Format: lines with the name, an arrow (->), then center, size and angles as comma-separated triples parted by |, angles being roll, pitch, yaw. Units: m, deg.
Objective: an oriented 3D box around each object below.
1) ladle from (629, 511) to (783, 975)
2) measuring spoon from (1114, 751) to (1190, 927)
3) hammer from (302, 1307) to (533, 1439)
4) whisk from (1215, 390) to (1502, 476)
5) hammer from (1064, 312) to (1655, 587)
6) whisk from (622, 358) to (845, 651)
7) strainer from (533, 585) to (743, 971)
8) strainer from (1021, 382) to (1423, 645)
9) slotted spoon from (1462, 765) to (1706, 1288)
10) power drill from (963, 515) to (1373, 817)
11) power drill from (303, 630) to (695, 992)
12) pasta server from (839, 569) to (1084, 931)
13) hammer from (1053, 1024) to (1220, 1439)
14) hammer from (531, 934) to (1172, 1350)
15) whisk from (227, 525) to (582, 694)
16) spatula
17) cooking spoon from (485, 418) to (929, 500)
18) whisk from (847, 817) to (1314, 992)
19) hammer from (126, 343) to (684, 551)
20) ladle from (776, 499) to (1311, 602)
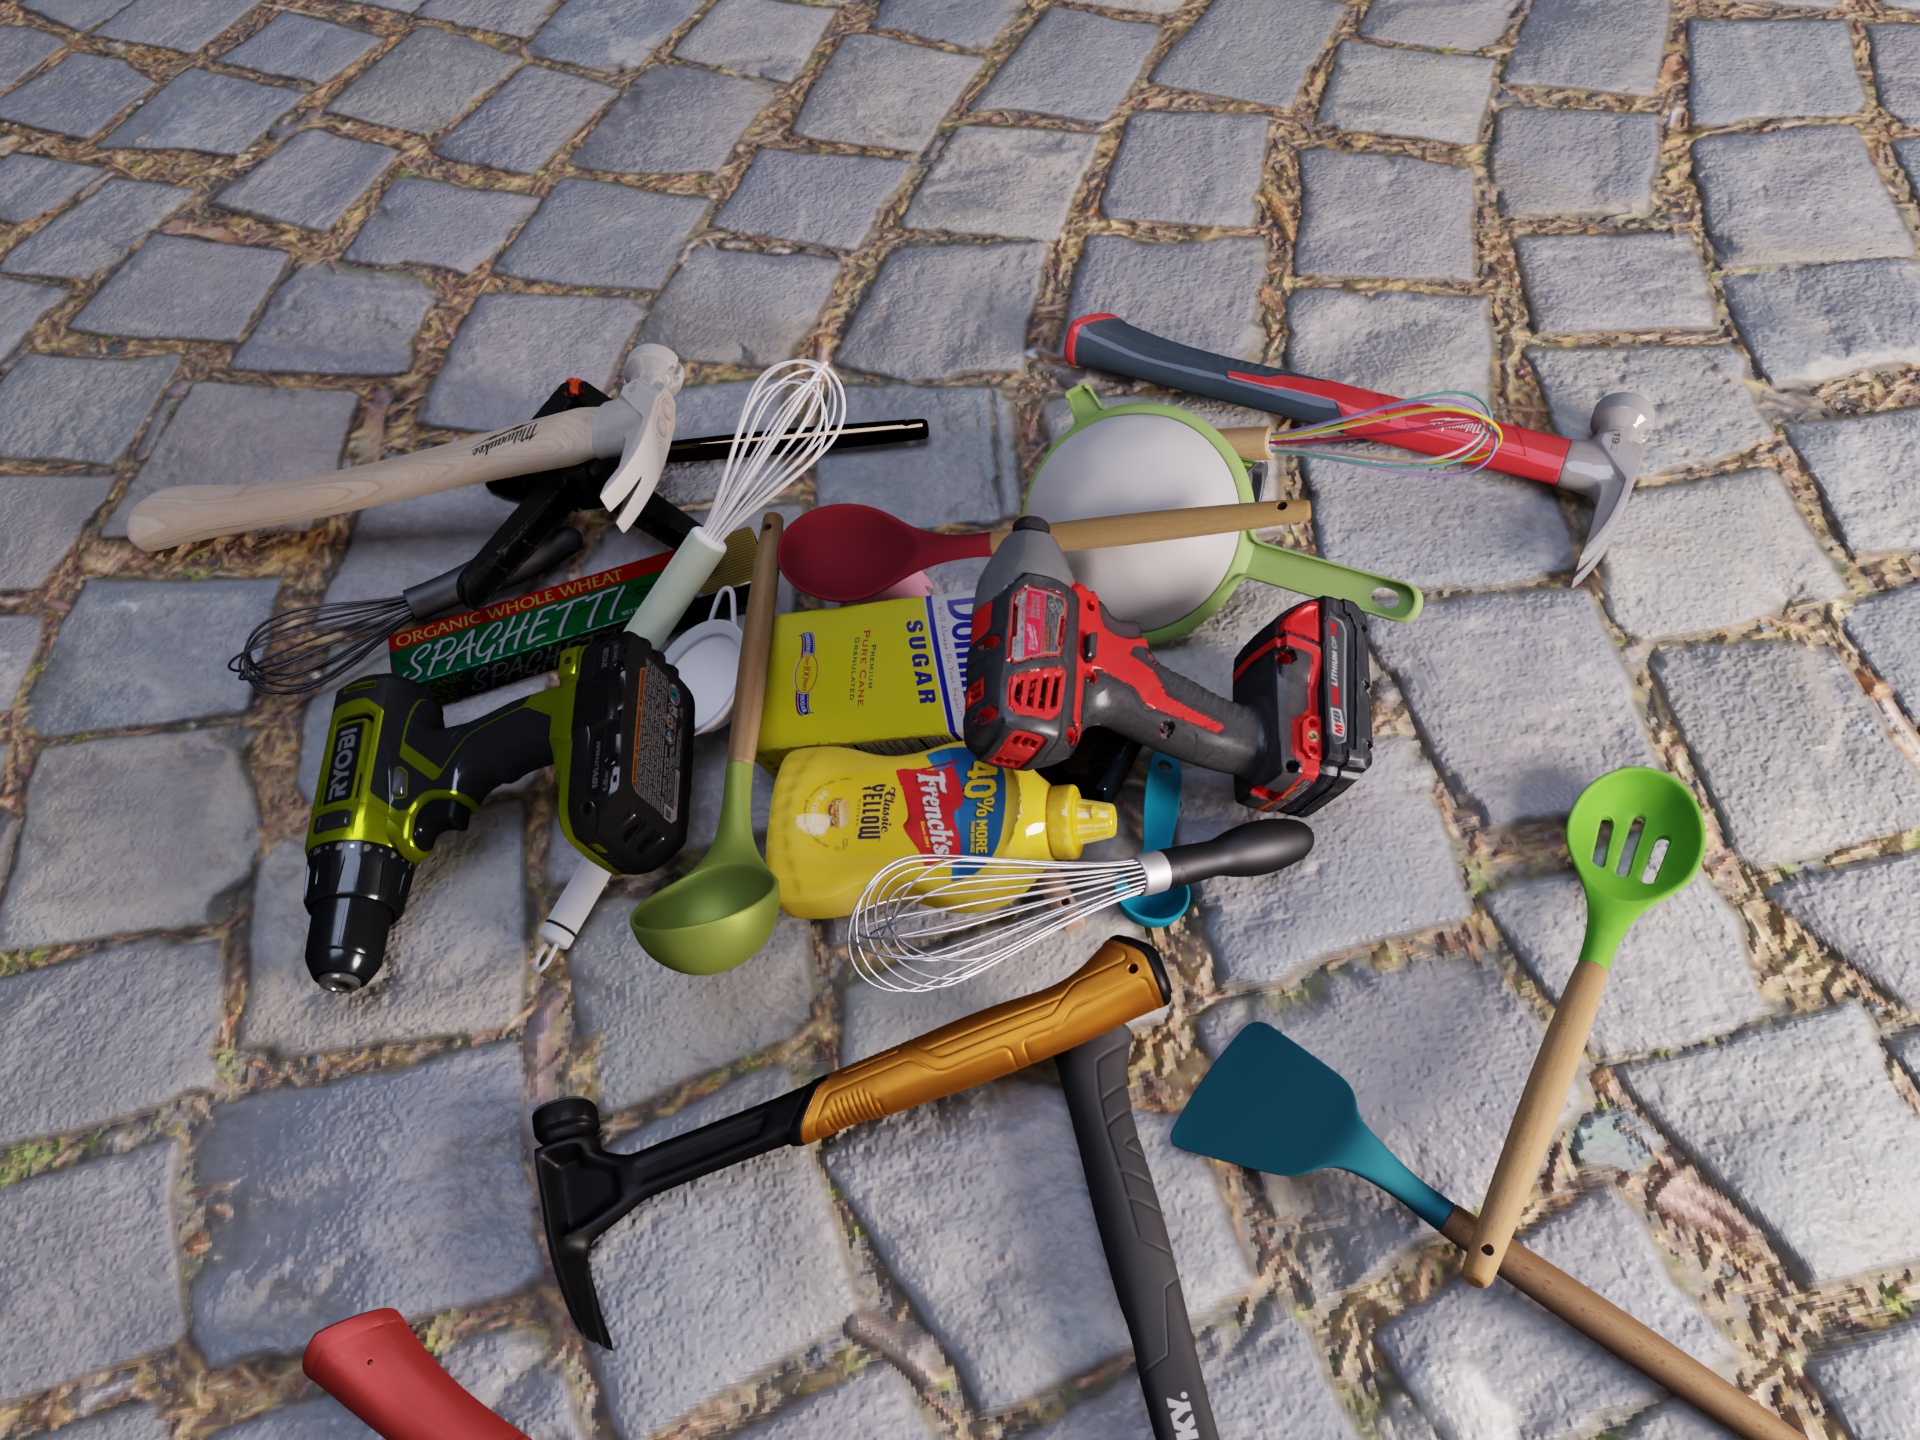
ladle -> -0.126, -0.003, 0.894 | 0.078, 0.062, 0.320 | -8, 54, 15
measuring spoon -> 0.111, 0.067, 0.905 | 0.042, 0.021, 0.129 | 12, 48, 1
hammer -> -0.161, 0.379, 0.709 | 0.359, 0.036, 0.149 | 23, 61, 21
whisk -> 0.218, -0.181, 1.010 | 0.245, 0.047, 0.051 | 3, 92, 30
hammer -> 0.245, -0.198, 1.056 | 0.386, 0.038, 0.143 | 18, 61, 19
whisk -> -0.150, -0.118, 0.977 | 0.057, 0.246, 0.059 | 35, 17, -8
strainer -> -0.186, 0.036, 0.949 | 0.087, 0.050, 0.258 | 5, 59, 42
strainer -> 0.143, -0.105, 0.938 | 0.256, 0.069, 0.151 | 20, 97, 23
slotted spoon -> 0.307, 0.144, 0.798 | 0.070, 0.031, 0.314 | 21, 55, 21
power drill -> 0.110, -0.030, 0.874 | 0.219, 0.078, 0.143 | 12, 63, -15
power drill -> -0.273, 0.049, 0.908 | 0.228, 0.080, 0.191 | -13, 57, 17
pasta server -> -0.002, -0.003, 0.962 | 0.060, 0.040, 0.317 | -23, 60, -9
hammer -> 0.088, 0.287, 0.741 | 0.146, 0.035, 0.335 | -13, 55, -2
hammer -> -0.050, 0.195, 0.800 | 0.337, 0.034, 0.127 | -22, 54, 1
whisk -> -0.362, -0.078, 1.048 | 0.239, 0.055, 0.055 | -25, 56, -14
spatula -> 0.252, 0.252, 0.752 | 0.318, 0.044, 0.082 | 32, 64, 21
cooking spoon -> -0.180, -0.191, 1.118 | 0.319, 0.017, 0.069 | -4, 55, 6
whisk -> 0.071, 0.087, 0.830 | 0.284, 0.070, 0.070 | -9, 51, -26
hammer -> -0.383, -0.154, 1.058 | 0.410, 0.038, 0.146 | -8, 49, 16
ladle -> 0.043, -0.107, 0.926 | 0.315, 0.031, 0.069 | -4, 64, 17
